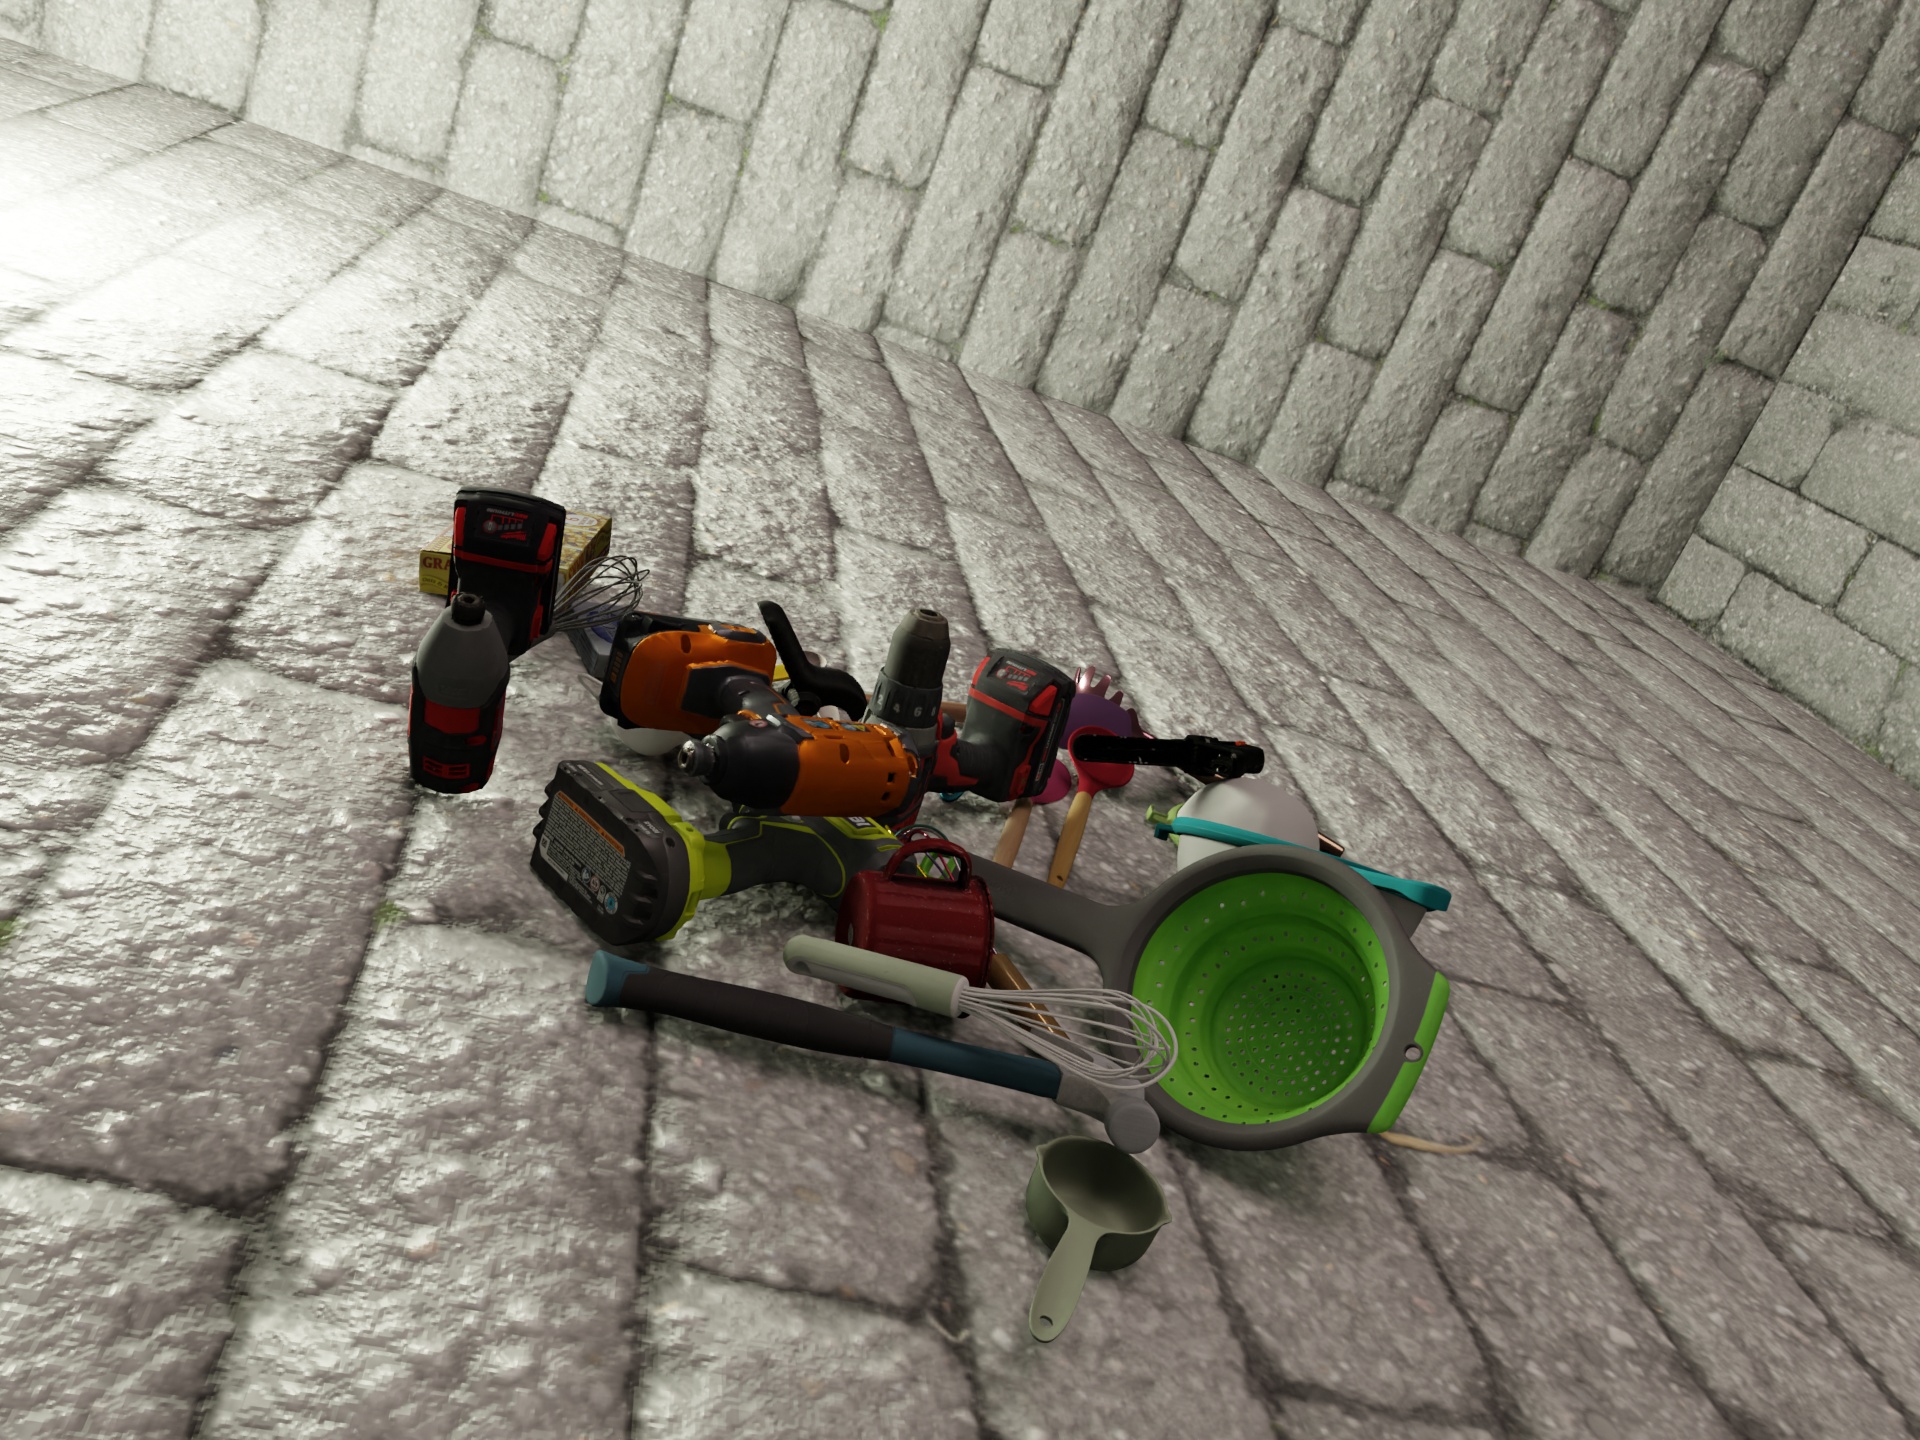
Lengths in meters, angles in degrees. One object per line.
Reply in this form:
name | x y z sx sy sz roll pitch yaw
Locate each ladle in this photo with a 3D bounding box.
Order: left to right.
ladle | 0.104 0.078 1.370 0.069 0.031 0.315 32 24 0

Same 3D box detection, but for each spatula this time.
spatula | 0.028 -0.006 1.484 0.315 0.060 0.018 5 -15 -28

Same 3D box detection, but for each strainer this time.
strainer | -0.177 0.016 1.233 0.258 0.050 0.087 15 -21 -31
strainer | 0.296 0.119 1.394 0.151 0.069 0.257 0 29 -43
strainer | 0.262 0.147 1.159 0.211 0.095 0.340 19 -4 -8

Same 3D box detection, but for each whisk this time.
whisk | -0.328 -0.076 1.258 0.055 0.055 0.239 28 36 16
whisk | 0.006 0.164 0.926 0.246 0.057 0.059 12 48 20
whisk | 0.013 0.152 1.087 0.051 0.047 0.245 -19 47 -25

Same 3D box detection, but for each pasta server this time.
pasta server | 0.237 0.044 1.558 0.316 0.060 0.040 31 64 16

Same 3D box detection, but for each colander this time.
colander | 0.141 0.171 1.095 0.397 0.204 0.094 18 -19 35

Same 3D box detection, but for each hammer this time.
hammer | -0.054 0.185 0.927 0.331 0.033 0.128 14 2 -7

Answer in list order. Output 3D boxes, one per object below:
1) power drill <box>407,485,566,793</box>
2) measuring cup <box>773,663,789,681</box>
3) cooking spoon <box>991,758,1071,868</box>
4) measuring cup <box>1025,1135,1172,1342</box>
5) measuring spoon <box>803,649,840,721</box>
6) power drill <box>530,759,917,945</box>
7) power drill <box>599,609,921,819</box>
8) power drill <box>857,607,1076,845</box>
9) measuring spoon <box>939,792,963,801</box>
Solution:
power drill | -0.330 -0.067 1.097 0.078 0.143 0.220 10 35 -11
measuring cup | -0.187 -0.047 1.366 0.156 0.029 0.062 -11 38 -44
cooking spoon | 0.050 0.078 1.328 0.069 0.017 0.319 23 21 2
measuring cup | 0.058 0.283 0.839 0.083 0.038 0.167 26 24 10
measuring spoon | -0.127 -0.023 1.412 0.034 0.018 0.124 3 34 -21
power drill | -0.165 0.073 1.066 0.191 0.080 0.228 34 22 36
power drill | -0.152 -0.002 1.057 0.164 0.084 0.227 5 18 -41
power drill | -0.002 -0.004 1.239 0.080 0.187 0.226 26 22 28
measuring spoon | 0.004 0.045 1.376 0.042 0.021 0.129 31 32 4
